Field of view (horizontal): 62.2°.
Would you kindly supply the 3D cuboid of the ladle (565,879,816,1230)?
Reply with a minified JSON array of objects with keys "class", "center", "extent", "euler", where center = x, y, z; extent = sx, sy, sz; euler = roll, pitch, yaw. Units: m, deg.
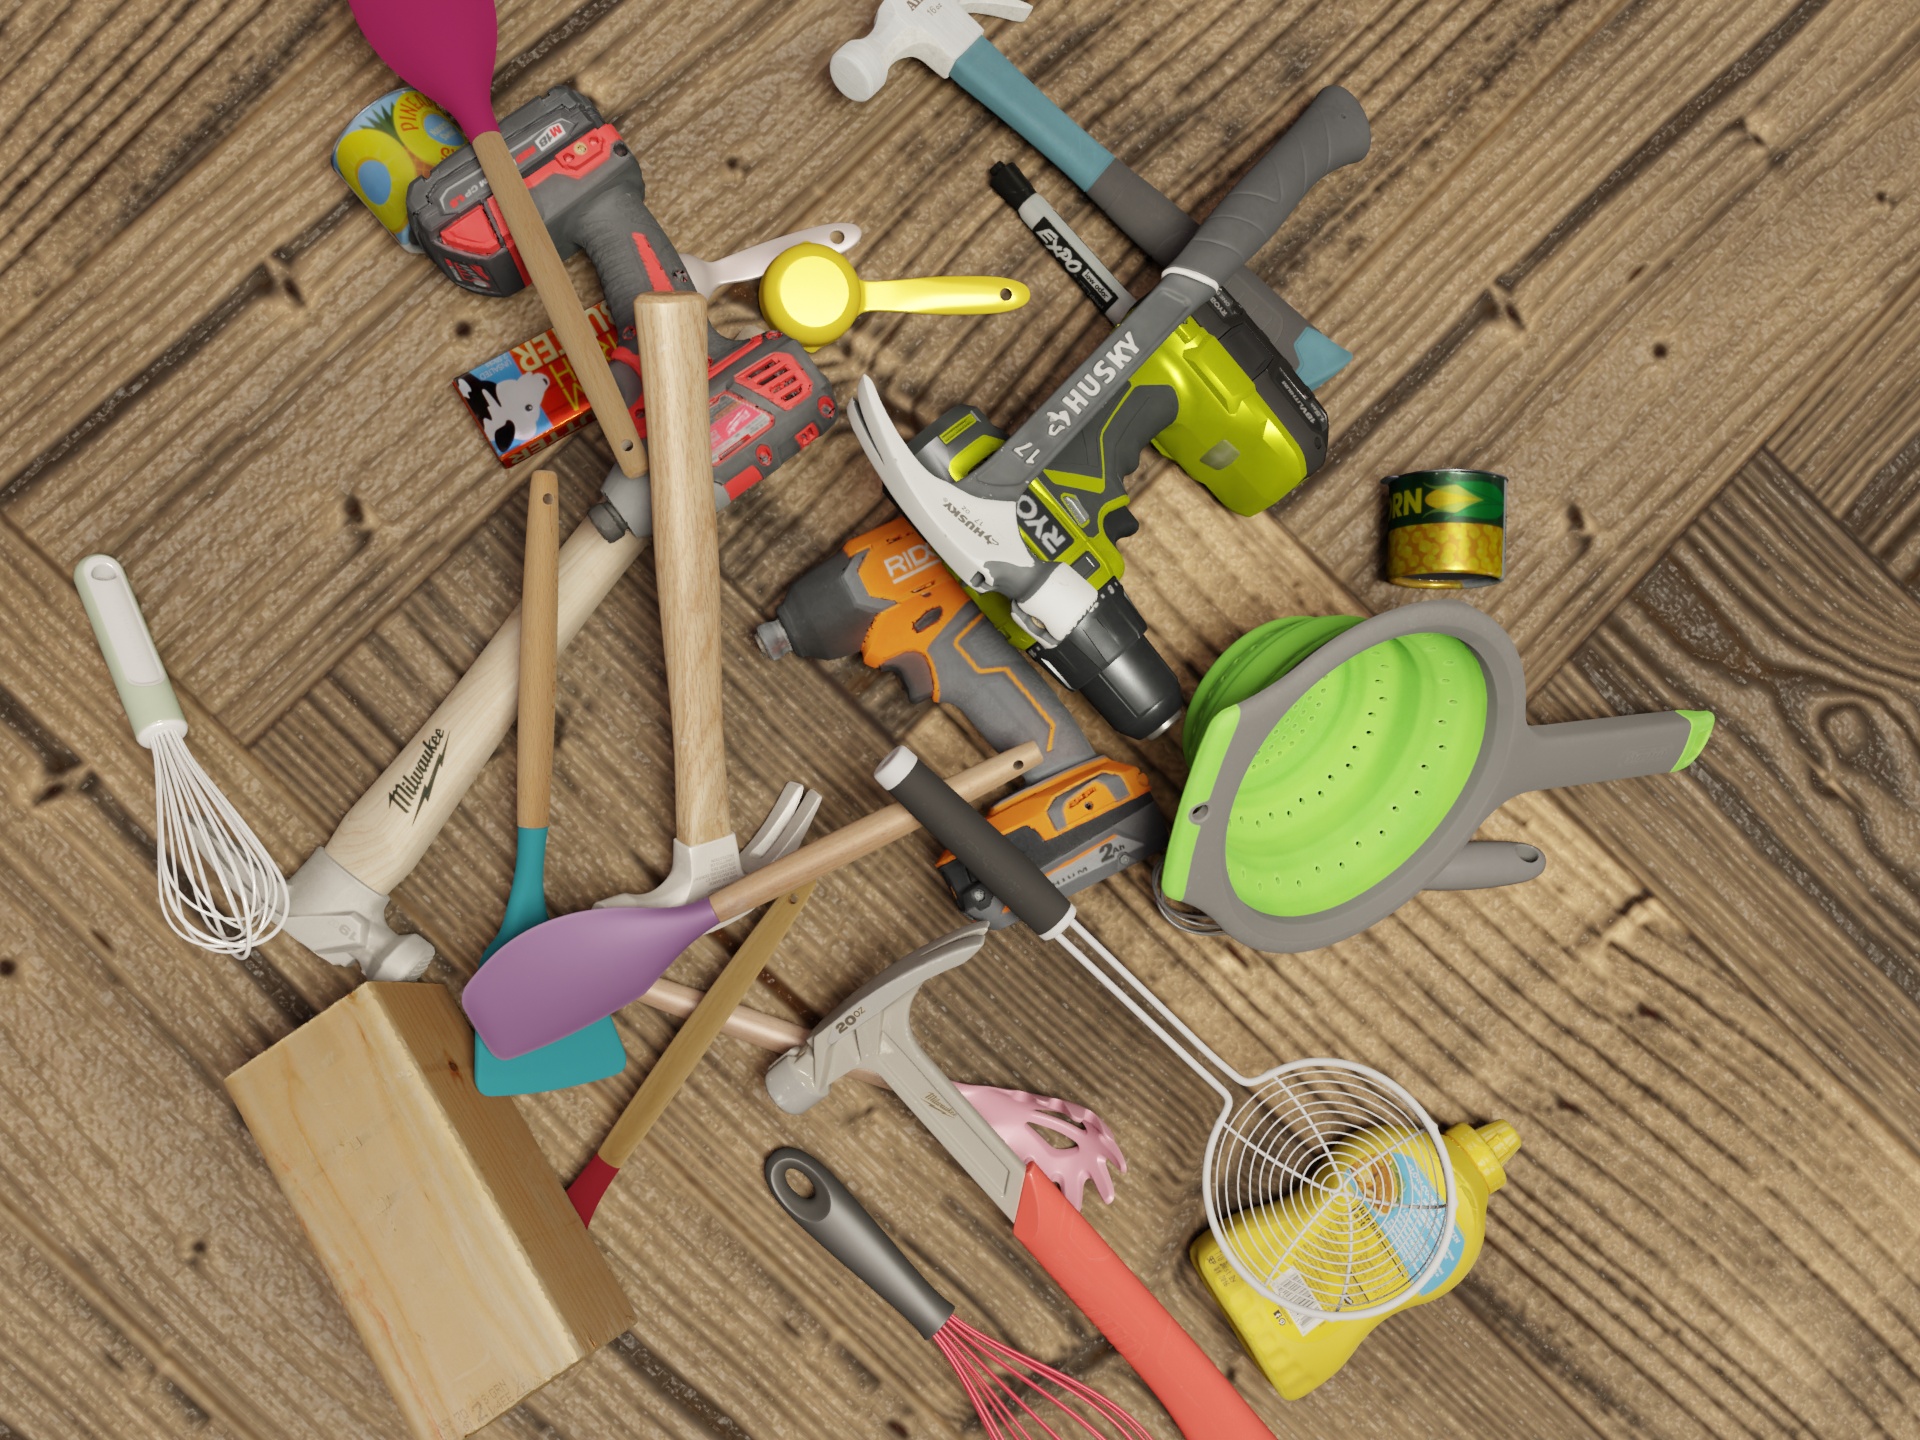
[{"class":"ladle","center":[-0.170,0.212,0.843],"extent":[0.069,0.031,0.315],"euler":[35,88,2]}]

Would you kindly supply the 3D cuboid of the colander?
[{"class":"colander","center":[0.254,0.006,0.867],"extent":[0.397,0.095,0.204],"euler":[-5,122,-30]}]

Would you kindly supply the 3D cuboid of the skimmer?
[{"class":"skimmer","center":[0.095,0.148,0.788],"extent":[0.127,0.090,0.363],"euler":[-45,101,5]}]

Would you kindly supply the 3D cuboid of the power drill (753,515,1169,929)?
[{"class":"power drill","center":[-0.001,-0.003,0.867],"extent":[0.164,0.084,0.226],"euler":[-25,85,-6]}]

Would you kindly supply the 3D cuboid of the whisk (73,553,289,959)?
[{"class":"whisk","center":[-0.404,0.013,0.811],"extent":[0.057,0.059,0.246],"euler":[-14,65,-40]}]

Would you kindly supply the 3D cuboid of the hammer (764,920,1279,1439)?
[{"class":"hammer","center":[0.064,0.275,0.846],"extent":[0.149,0.037,0.359],"euler":[-38,99,18]}]

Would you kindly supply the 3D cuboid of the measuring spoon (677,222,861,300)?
[{"class":"measuring spoon","center":[-0.115,-0.262,0.900],"extent":[0.124,0.018,0.034],"euler":[-19,88,-8]}]

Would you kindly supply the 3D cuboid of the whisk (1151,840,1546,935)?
[{"class":"whisk","center":[0.222,0.089,0.901],"extent":[0.239,0.055,0.055],"euler":[-3,87,-10]}]

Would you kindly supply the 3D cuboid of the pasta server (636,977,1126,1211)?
[{"class":"pasta server","center":[-0.060,0.190,0.867],"extent":[0.316,0.040,0.060],"euler":[20,110,-3]}]

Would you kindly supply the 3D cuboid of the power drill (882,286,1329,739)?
[{"class":"power drill","center":[0.093,-0.115,0.841],"extent":[0.190,0.080,0.228],"euler":[49,59,-3]}]

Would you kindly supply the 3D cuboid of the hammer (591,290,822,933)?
[{"class":"hammer","center":[-0.134,-0.046,0.804],"extent":[0.130,0.031,0.331],"euler":[-17,116,-38]}]

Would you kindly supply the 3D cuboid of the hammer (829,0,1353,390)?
[{"class":"hammer","center":[0.090,-0.301,0.907],"extent":[0.331,0.033,0.128],"euler":[40,68,-6]}]

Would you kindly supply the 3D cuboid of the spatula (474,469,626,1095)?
[{"class":"spatula","center":[-0.214,0.031,0.822],"extent":[0.082,0.044,0.317],"euler":[-2,97,-37]}]

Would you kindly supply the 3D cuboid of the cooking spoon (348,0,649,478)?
[{"class":"cooking spoon","center":[-0.224,-0.266,0.789],"extent":[0.069,0.017,0.319],"euler":[-25,88,-8]}]

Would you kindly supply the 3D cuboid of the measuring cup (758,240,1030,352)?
[{"class":"measuring cup","center":[-0.035,-0.241,0.899],"extent":[0.156,0.029,0.062],"euler":[-3,99,-9]}]

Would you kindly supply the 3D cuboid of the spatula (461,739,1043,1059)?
[{"class":"spatula","center":[-0.102,0.082,0.804],"extent":[0.316,0.018,0.059],"euler":[-25,106,-4]}]

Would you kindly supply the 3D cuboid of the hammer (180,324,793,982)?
[{"class":"hammer","center":[-0.236,-0.055,0.865],"extent":[0.146,0.038,0.410],"euler":[37,83,-1]}]

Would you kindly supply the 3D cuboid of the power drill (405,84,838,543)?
[{"class":"power drill","center":[-0.182,-0.204,0.834],"extent":[0.143,0.078,0.220],"euler":[-38,88,-8]}]

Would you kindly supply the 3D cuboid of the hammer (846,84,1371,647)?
[{"class":"hammer","center":[0.103,-0.217,0.819],"extent":[0.149,0.036,0.409],"euler":[41,61,-1]}]

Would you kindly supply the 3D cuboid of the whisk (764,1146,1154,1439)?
[{"class":"whisk","center":[0.004,0.338,0.857],"extent":[0.296,0.073,0.073],"euler":[43,83,5]}]
